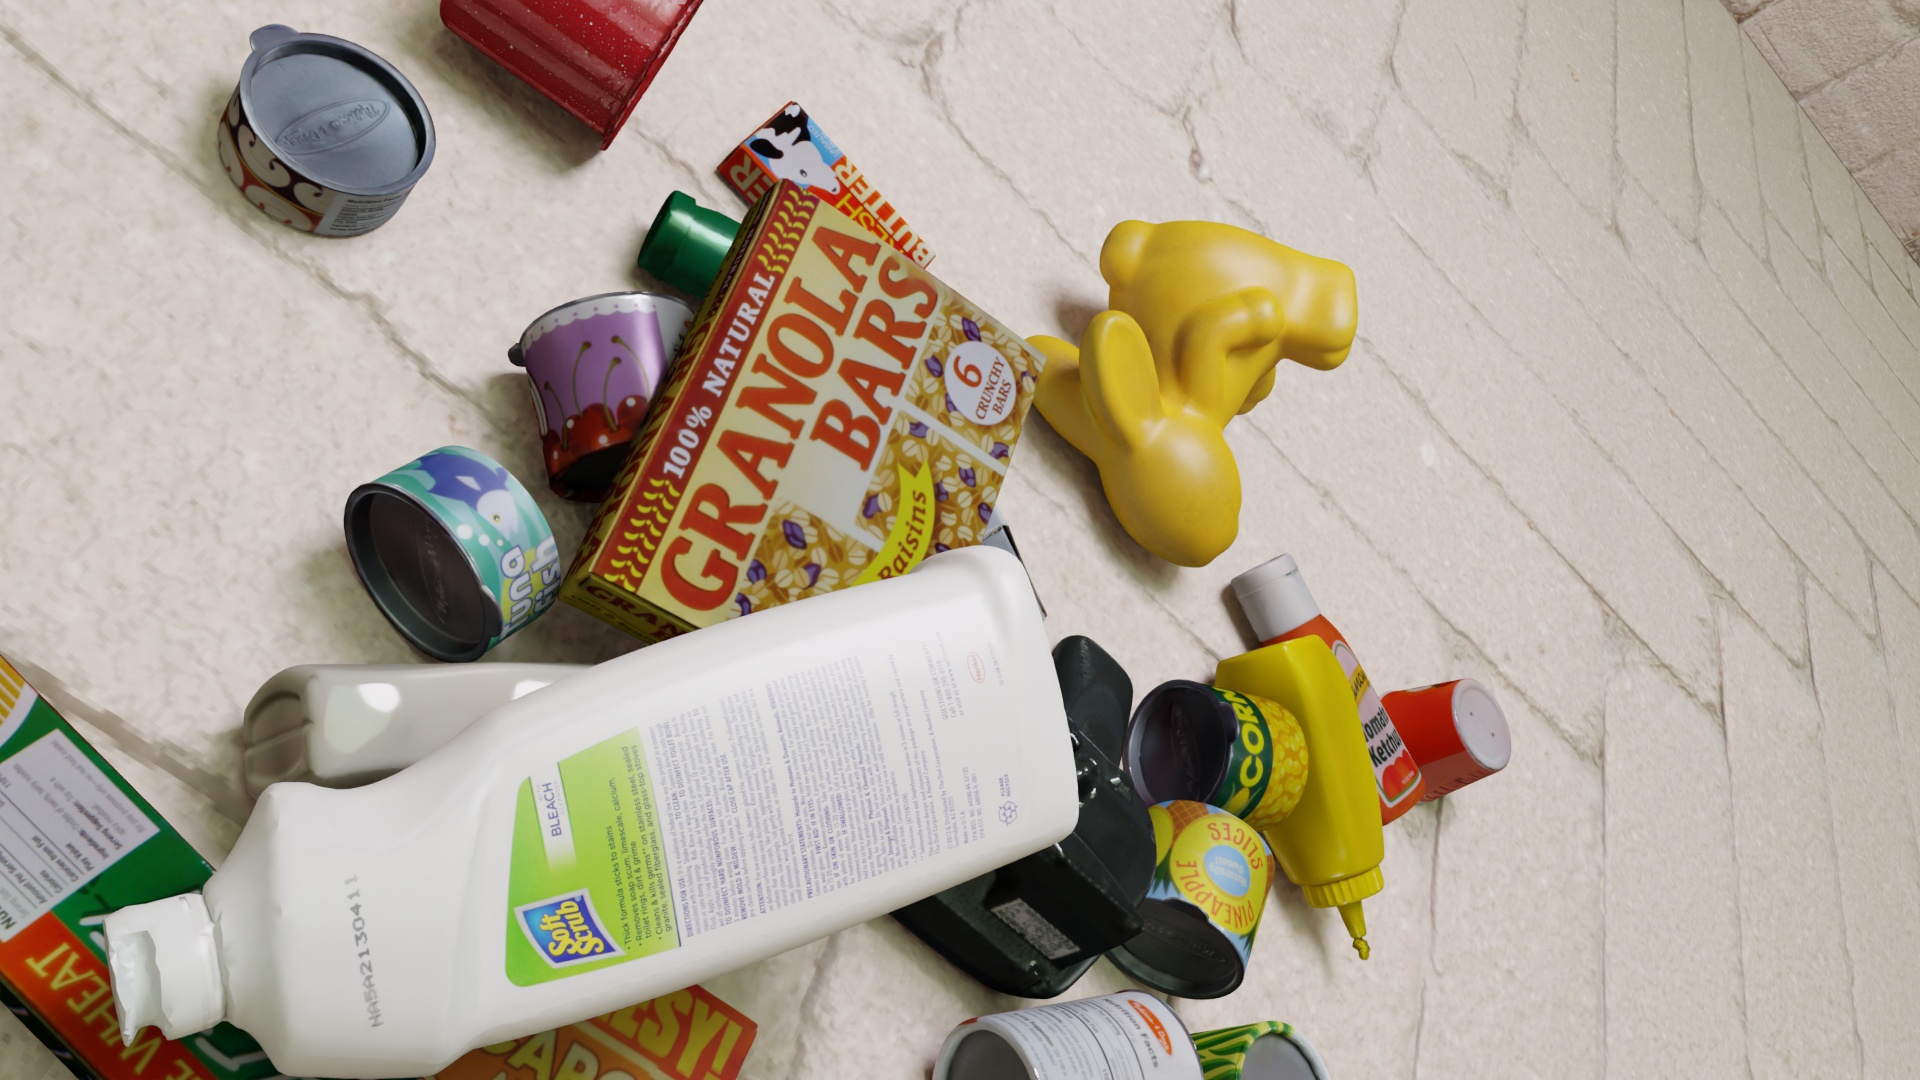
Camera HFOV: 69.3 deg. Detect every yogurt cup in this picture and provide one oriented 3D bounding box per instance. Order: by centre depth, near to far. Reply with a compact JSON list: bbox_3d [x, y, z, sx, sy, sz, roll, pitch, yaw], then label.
[{"bbox_3d":[0.278,0.113,0.799,0.072,0.053,0.073,19,57,-33],"label":"yogurt cup"}]

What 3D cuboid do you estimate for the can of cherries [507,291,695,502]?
[{"bbox_3d":[-0.128,-0.051,0.519,0.071,0.071,0.058,-3,71,-43],"label":"can of cherries"}]

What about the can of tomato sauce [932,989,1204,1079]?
[{"bbox_3d":[0.040,0.212,0.528,0.083,0.071,0.071,7,64,-39],"label":"can of tomato sauce"}]

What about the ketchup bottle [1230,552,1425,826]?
[{"bbox_3d":[0.195,0.080,0.750,0.065,0.043,0.149,-21,82,-50],"label":"ketchup bottle"}]

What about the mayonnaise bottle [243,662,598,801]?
[{"bbox_3d":[-0.143,0.061,0.448,0.148,0.064,0.041,5,72,-44],"label":"mayonnaise bottle"}]

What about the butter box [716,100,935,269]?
[{"bbox_3d":[-0.061,-0.155,0.660,0.103,0.024,0.053,46,45,-13],"label":"butter box"}]

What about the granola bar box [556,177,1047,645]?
[{"bbox_3d":[-0.048,-0.027,0.493,0.124,0.039,0.166,31,63,-23],"label":"granola bar box"}]

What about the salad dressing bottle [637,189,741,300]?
[{"bbox_3d":[-0.066,-0.102,0.608,0.147,0.064,0.044,24,97,-23],"label":"salad dressing bottle"}]

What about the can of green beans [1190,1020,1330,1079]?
[{"bbox_3d":[0.116,0.240,0.584,0.071,0.057,0.071,20,56,-33],"label":"can of green beans"}]

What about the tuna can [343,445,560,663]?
[{"bbox_3d":[-0.163,0.005,0.452,0.071,0.071,0.033,54,44,-5],"label":"tuna can"}]

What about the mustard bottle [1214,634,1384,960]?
[{"bbox_3d":[0.178,0.130,0.698,0.049,0.065,0.160,-9,80,-43],"label":"mustard bottle"}]

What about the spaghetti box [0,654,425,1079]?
[{"bbox_3d":[-0.201,0.111,0.348,0.250,0.028,0.050,43,49,3],"label":"spaghetti box"}]

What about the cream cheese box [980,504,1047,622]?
[{"bbox_3d":[0.002,-0.007,0.587,0.053,0.024,0.104,64,-3,-35],"label":"cream cheese box"}]

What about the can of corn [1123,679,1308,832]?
[{"bbox_3d":[0.122,0.101,0.655,0.058,0.071,0.071,16,59,-37],"label":"can of corn"}]

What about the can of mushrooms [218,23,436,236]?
[{"bbox_3d":[-0.229,-0.147,0.500,0.071,0.033,0.071,20,57,-33],"label":"can of mushrooms"}]

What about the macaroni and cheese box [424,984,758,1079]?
[{"bbox_3d":[-0.147,0.185,0.392,0.123,0.040,0.167,41,47,-18],"label":"macaroni and cheese box"}]

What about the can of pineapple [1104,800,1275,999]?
[{"bbox_3d":[0.100,0.156,0.606,0.071,0.070,0.058,46,45,-14],"label":"can of pineapple"}]
